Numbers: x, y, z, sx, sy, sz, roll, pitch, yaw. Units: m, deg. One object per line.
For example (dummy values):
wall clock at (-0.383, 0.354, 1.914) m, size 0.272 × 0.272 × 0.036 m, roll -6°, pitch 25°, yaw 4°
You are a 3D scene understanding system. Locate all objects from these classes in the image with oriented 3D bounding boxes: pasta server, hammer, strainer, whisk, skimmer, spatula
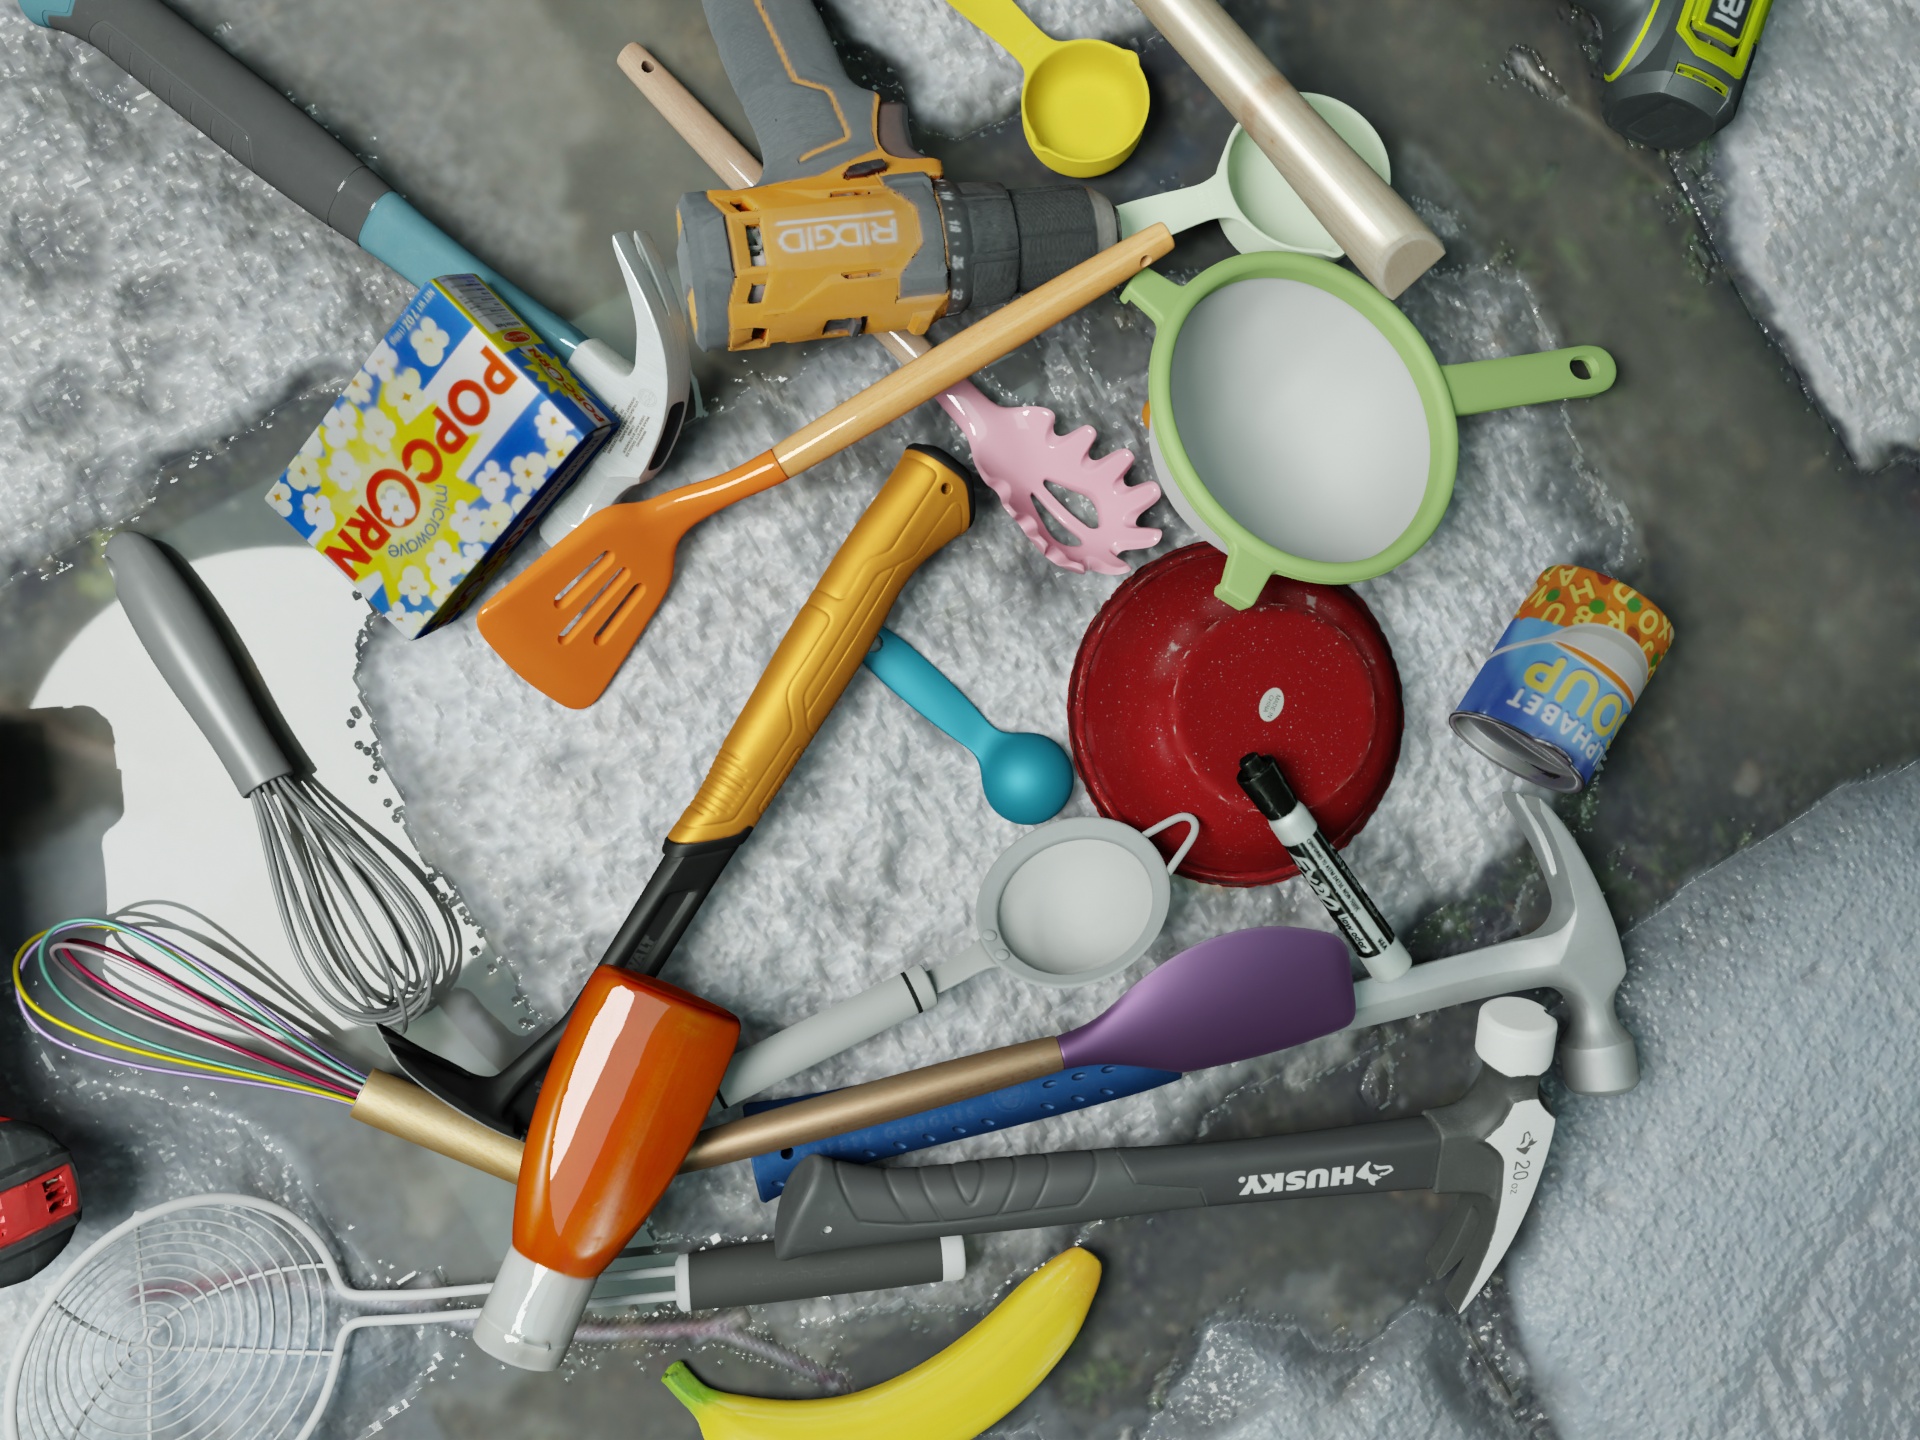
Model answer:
pasta server at (-0.034, -0.181, 0.699) m, size 0.316 × 0.040 × 0.060 m, roll 46°, pitch 76°, yaw -4°
hammer at (0.056, -0.341, 0.669) m, size 0.038 × 0.146 × 0.410 m, roll -41°, pitch 97°, yaw 21°
strainer at (-0.010, 0.111, 0.680) m, size 0.258 × 0.087 × 0.050 m, roll -25°, pitch 136°, yaw -9°
whisk at (-0.287, 0.025, 0.656) m, size 0.055 × 0.055 × 0.239 m, roll -31°, pitch 89°, yaw -8°
strainer at (0.185, -0.135, 0.724) m, size 0.256 × 0.069 × 0.151 m, roll -13°, pitch 82°, yaw -25°
skimmer at (-0.174, 0.244, 0.643) m, size 0.363 × 0.090 × 0.127 m, roll -3°, pitch 89°, yaw -8°
hammer at (0.088, 0.200, 0.681) m, size 0.334 × 0.035 × 0.146 m, roll -3°, pitch 113°, yaw -8°
hammer at (-0.252, -0.214, 0.657) m, size 0.331 × 0.033 × 0.128 m, roll 38°, pitch 113°, yaw -1°
hammer at (-0.099, 0.024, 0.666) m, size 0.127 × 0.034 × 0.337 m, roll 36°, pitch 82°, yaw -32°
hammer at (0.105, 0.138, 0.711) m, size 0.405 × 0.035 × 0.144 m, roll -12°, pitch 93°, yaw -8°
spatula at (-0.051, -0.113, 0.659) m, size 0.322 × 0.080 × 0.041 m, roll -30°, pitch 55°, yaw 4°
whisk at (-0.267, 0.142, 0.660) m, size 0.245 × 0.047 × 0.051 m, roll 27°, pitch 97°, yaw -11°
spatula at (0.017, 0.145, 0.670) m, size 0.316 × 0.018 × 0.059 m, roll -14°, pitch 104°, yaw -7°

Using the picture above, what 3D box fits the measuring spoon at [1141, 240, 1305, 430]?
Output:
measuring spoon at (0.124, -0.178, 0.734) m, size 0.021 × 0.011 × 0.117 m, roll 40°, pitch 83°, yaw -5°

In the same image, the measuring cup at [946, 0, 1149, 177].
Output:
measuring cup at (0.022, -0.308, 0.721) m, size 0.062 × 0.029 × 0.156 m, roll -44°, pitch 83°, yaw -2°

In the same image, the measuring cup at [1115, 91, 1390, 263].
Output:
measuring cup at (0.110, -0.227, 0.720) m, size 0.167 × 0.038 × 0.083 m, roll -18°, pitch 83°, yaw -5°

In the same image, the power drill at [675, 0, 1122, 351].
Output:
power drill at (-0.037, -0.272, 0.665) m, size 0.185 × 0.084 × 0.226 m, roll -9°, pitch 86°, yaw -11°

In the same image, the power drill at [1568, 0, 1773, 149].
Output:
power drill at (0.278, -0.387, 0.731) m, size 0.223 × 0.080 × 0.171 m, roll 20°, pitch 87°, yaw -11°

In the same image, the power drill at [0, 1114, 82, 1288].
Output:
power drill at (-0.421, 0.109, 0.606) m, size 0.143 × 0.078 × 0.219 m, roll -8°, pitch 94°, yaw 24°

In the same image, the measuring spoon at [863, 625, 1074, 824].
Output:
measuring spoon at (-0.001, -0.002, 0.707) m, size 0.128 × 0.021 × 0.042 m, roll 41°, pitch 84°, yaw -4°
